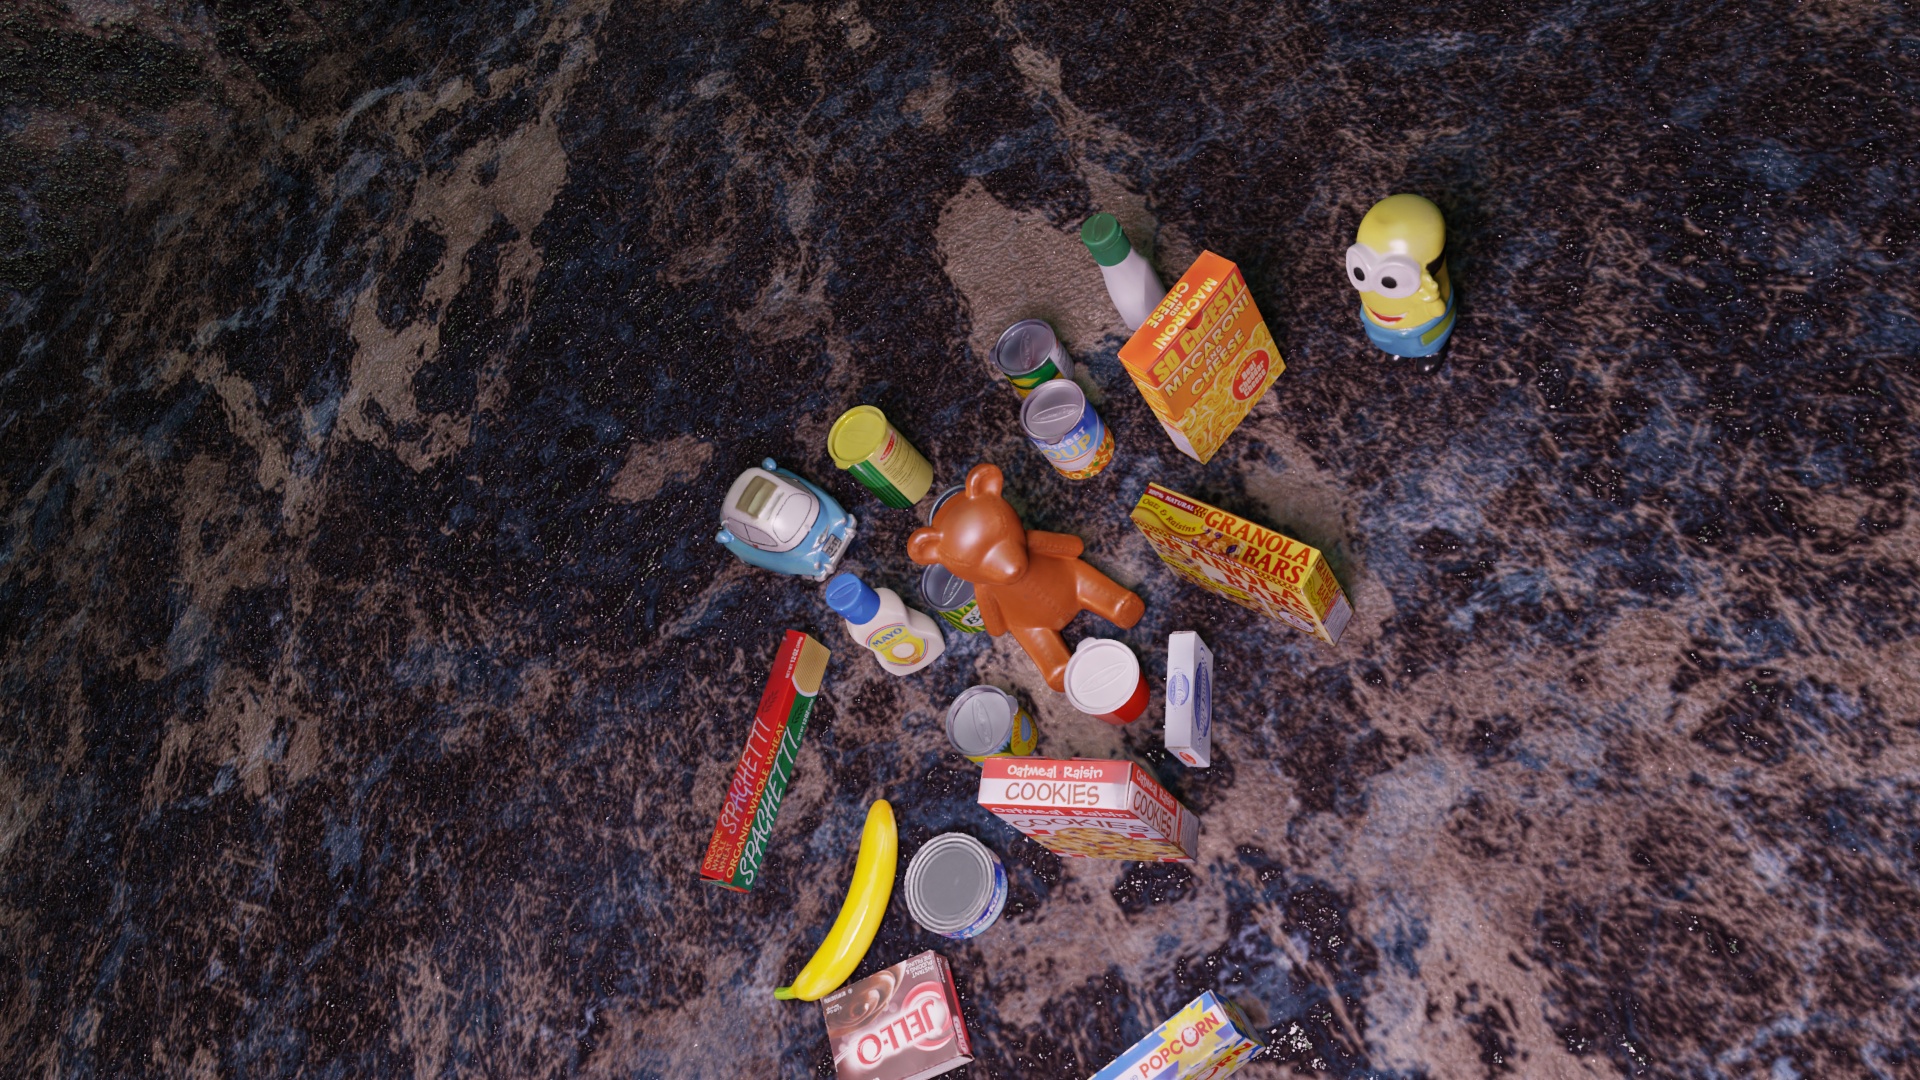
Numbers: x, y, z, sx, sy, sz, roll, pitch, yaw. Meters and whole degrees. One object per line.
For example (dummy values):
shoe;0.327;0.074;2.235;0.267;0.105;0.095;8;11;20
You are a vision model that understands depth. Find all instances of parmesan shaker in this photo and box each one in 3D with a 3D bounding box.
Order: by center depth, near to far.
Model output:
parmesan shaker;-0.081;-0.080;1.399;0.071;0.103;0.071;-13;59;22

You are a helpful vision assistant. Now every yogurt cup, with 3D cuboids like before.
yogurt cup;0.130;0.126;1.204;0.072;0.054;0.073;-13;59;22

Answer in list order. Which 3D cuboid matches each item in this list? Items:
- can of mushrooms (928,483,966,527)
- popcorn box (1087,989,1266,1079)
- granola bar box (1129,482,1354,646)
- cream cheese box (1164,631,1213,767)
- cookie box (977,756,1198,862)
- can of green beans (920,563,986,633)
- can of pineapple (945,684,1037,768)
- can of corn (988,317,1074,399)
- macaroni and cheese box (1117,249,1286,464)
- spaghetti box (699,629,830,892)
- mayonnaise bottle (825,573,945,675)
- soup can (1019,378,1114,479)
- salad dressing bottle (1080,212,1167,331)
can of mushrooms;0.005;-0.017;1.362;0.071;0.033;0.071;-13;59;22
popcorn box;0.156;0.390;1.026;0.126;0.085;0.038;-39;53;5
granola bar box;0.236;0.019;1.161;0.166;0.124;0.039;26;79;36
cream cheese box;0.192;0.134;1.166;0.024;0.053;0.104;-7;61;26
cookie box;0.104;0.213;1.099;0.123;0.167;0.040;-4;63;27
can of green beans;0.004;0.048;1.312;0.071;0.057;0.071;-13;59;22
can of pineapple;0.030;0.168;1.232;0.071;0.057;0.071;-13;59;22
can of corn;0.072;-0.180;1.399;0.071;0.058;0.071;-13;59;22
macaroni and cheese box;0.220;-0.160;1.241;0.124;0.166;0.040;-50;53;-4
spaghetti box;-0.185;0.210;1.331;0.028;0.050;0.251;5;67;31
mayonnaise bottle;-0.072;0.076;1.281;0.064;0.147;0.041;-31;54;11
soup can;0.103;-0.102;1.324;0.071;0.083;0.071;-13;59;22
salad dressing bottle;0.159;-0.258;1.338;0.044;0.147;0.064;-3;63;27
